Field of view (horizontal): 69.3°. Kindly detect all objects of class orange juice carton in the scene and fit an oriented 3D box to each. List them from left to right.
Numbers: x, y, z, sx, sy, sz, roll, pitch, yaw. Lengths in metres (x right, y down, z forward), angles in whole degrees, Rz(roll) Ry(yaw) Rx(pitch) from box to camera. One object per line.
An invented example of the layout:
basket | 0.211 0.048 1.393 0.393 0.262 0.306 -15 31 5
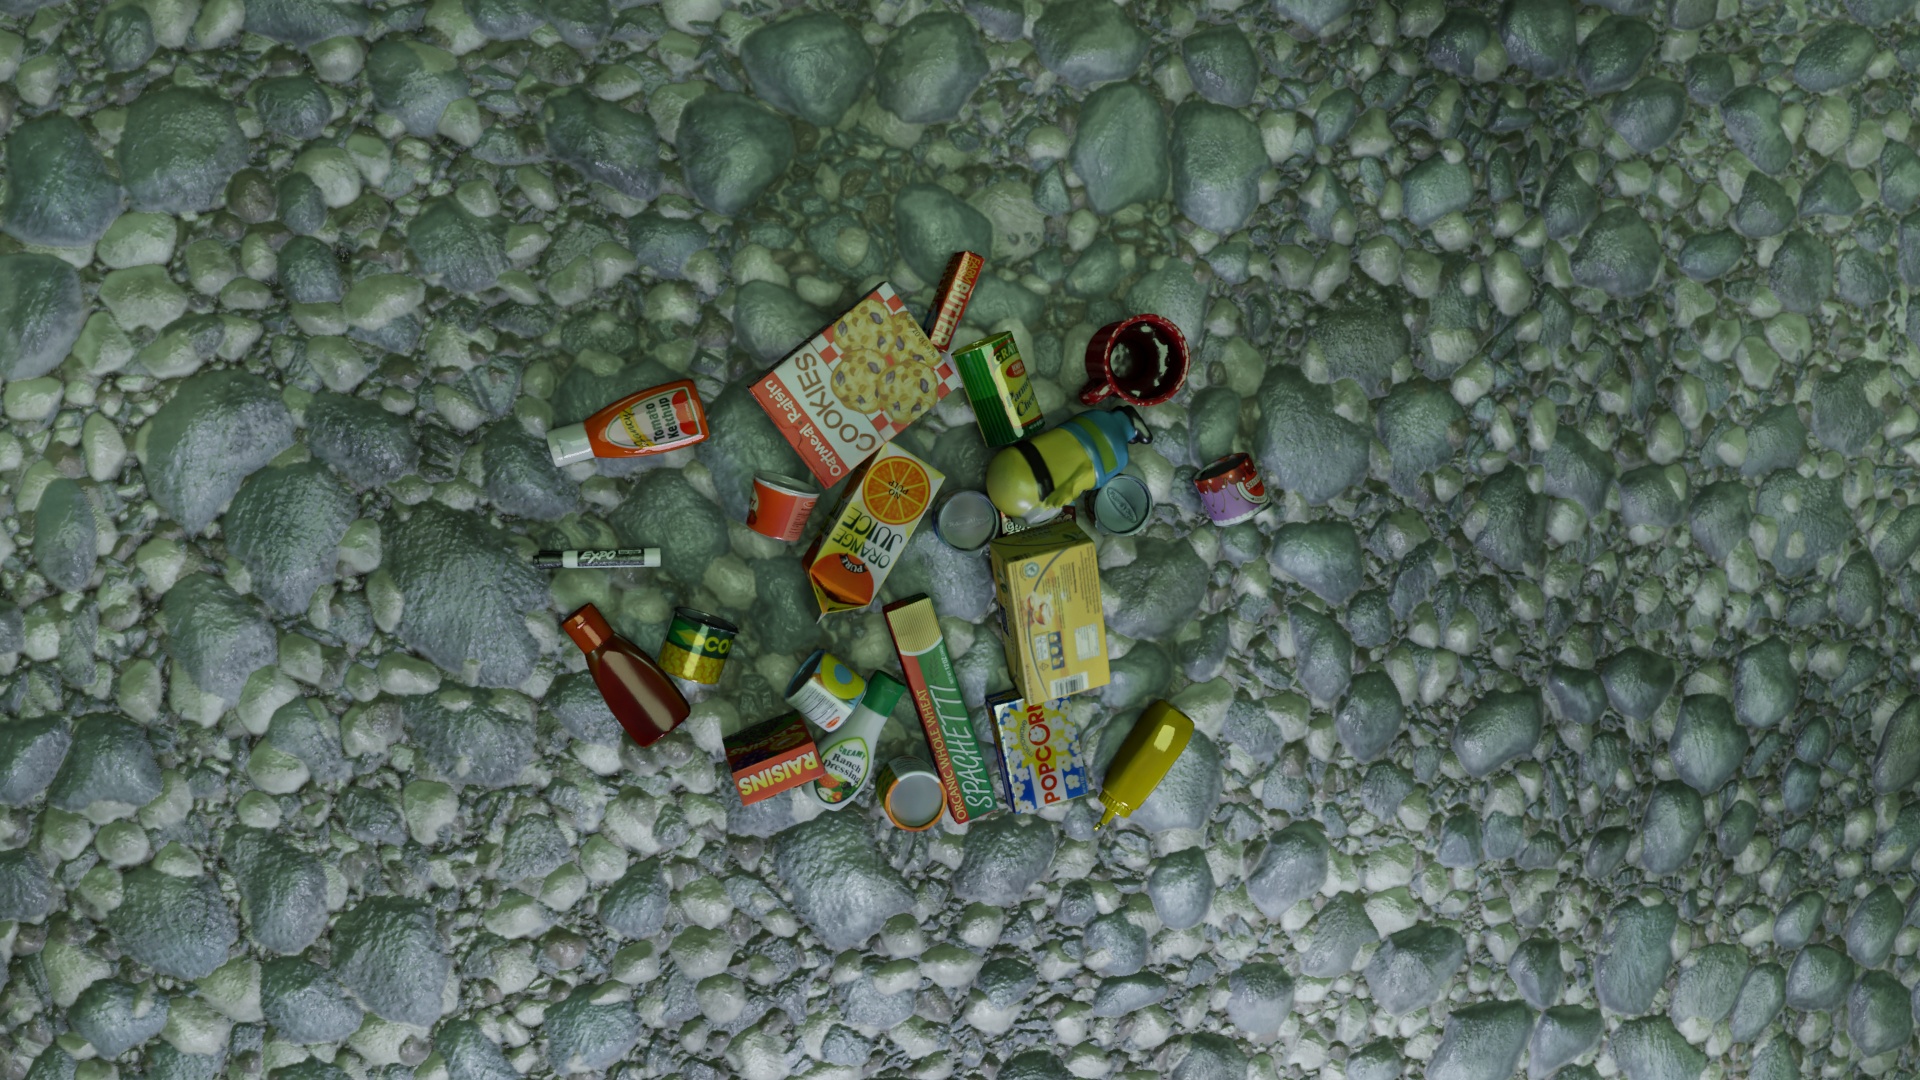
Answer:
orange juice carton | -0.099 -0.004 1.397 0.073 0.072 0.192 31 88 -15

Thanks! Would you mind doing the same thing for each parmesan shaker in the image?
parmesan shaker | 0.041 -0.155 1.419 0.071 0.071 0.103 -24 103 -10

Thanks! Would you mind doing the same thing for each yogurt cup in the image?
yogurt cup | -0.179 -0.033 1.379 0.072 0.072 0.053 16 101 -15

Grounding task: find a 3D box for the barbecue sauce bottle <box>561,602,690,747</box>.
barbecue sauce bottle | -0.333 0.130 1.369 0.065 0.044 0.148 -37 103 -7

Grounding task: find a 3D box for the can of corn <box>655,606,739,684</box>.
can of corn | -0.259 0.105 1.371 0.071 0.071 0.058 20 93 -16

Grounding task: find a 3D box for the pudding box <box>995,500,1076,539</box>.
pudding box | 0.080 -0.016 1.462 0.084 0.030 0.049 -7 98 -14

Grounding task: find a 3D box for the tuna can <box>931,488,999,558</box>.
tuna can | 0.005 -0.018 1.442 0.071 0.033 0.071 -2 97 -14

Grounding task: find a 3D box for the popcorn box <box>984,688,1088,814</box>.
popcorn box | 0.082 0.220 1.487 0.085 0.038 0.126 -14 100 -12

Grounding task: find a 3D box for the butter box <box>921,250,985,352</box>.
butter box | -0.011 -0.241 1.400 0.024 0.053 0.103 22 91 -18

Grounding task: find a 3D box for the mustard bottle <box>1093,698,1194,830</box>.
mustard bottle | 0.192 0.250 1.509 0.049 0.065 0.160 32 94 -10

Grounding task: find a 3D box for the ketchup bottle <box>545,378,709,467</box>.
ketchup bottle | -0.322 -0.108 1.343 0.149 0.043 0.064 -17 101 -11

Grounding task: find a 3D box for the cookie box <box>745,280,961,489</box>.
cookie box | -0.102 -0.149 1.333 0.168 0.040 0.122 -39 105 -7

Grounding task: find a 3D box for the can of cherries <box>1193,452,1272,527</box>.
can of cherries | 0.293 -0.055 1.491 0.071 0.071 0.058 -29 102 -9

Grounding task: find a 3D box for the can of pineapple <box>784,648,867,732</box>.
can of pineapple | -0.137 0.151 1.411 0.058 0.071 0.071 39 87 -15

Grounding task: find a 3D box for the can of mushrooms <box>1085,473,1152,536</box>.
can of mushrooms | 0.166 -0.037 1.480 0.071 0.033 0.071 -2 98 -15

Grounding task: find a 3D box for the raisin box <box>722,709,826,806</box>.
raisin box | -0.187 0.214 1.375 0.086 0.123 0.040 -20 101 -11

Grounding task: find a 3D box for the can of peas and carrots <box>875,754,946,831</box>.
can of peas and carrots | -0.052 0.266 1.449 0.071 0.059 0.071 -2 97 -13

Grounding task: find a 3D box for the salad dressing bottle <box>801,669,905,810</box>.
salad dressing bottle | -0.109 0.205 1.435 0.064 0.044 0.147 31 89 -15

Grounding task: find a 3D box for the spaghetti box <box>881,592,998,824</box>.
spaghetti box | -0.020 0.179 1.462 0.050 0.029 0.249 -20 101 -10
